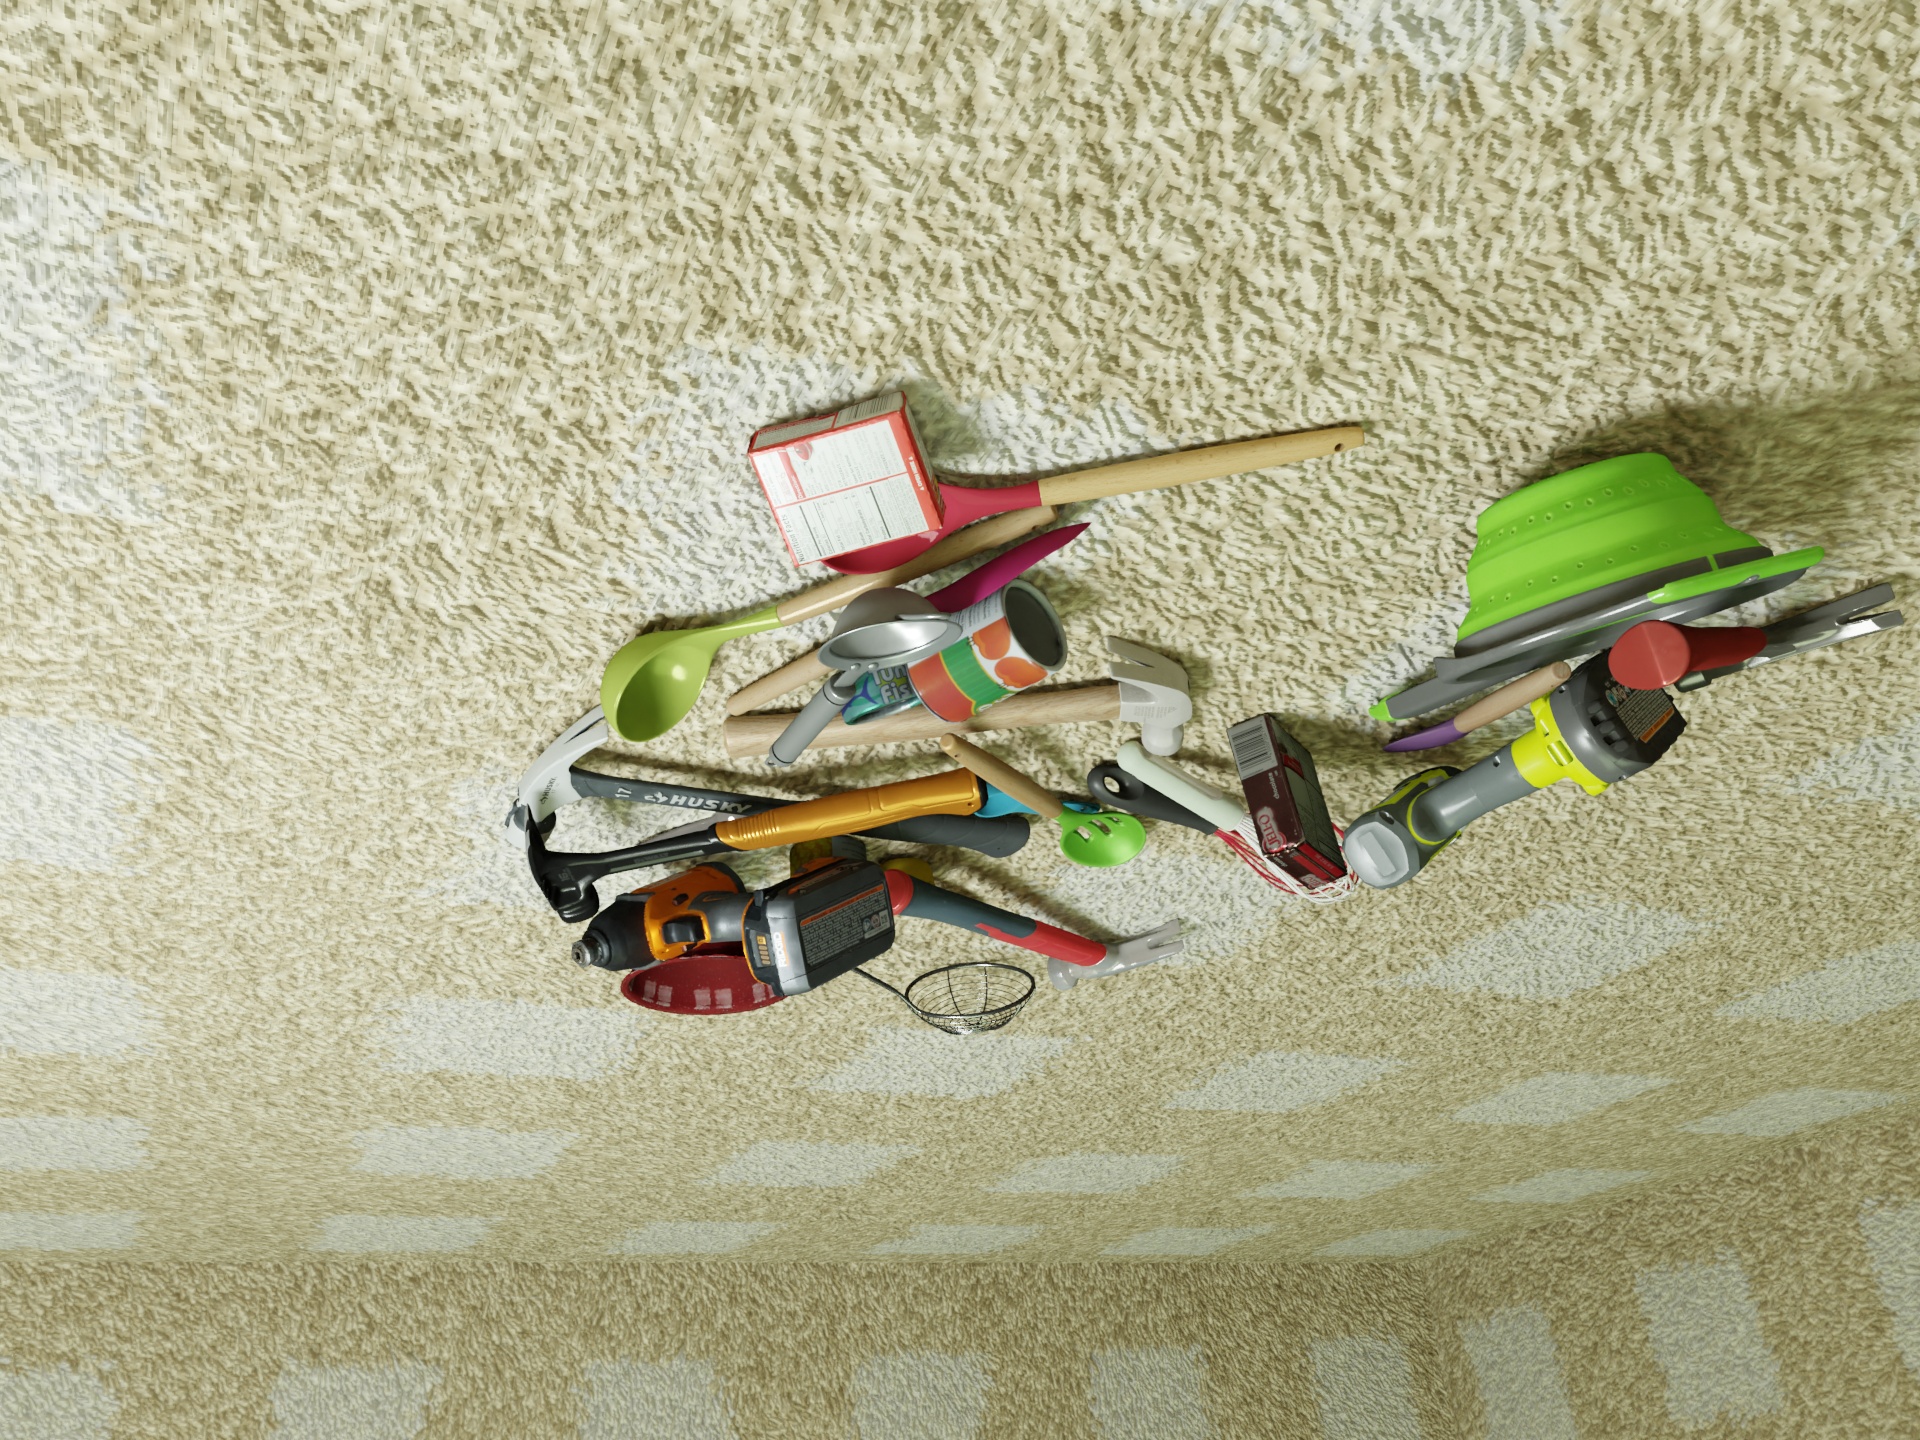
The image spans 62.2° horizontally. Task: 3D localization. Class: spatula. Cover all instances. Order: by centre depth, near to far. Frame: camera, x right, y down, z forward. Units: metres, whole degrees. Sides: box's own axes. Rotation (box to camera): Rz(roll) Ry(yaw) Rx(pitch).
[{"bbox_3d":[0.356,-0.003,1.106,0.060,0.018,0.316,-7,170,-2],"label":"spatula"}]

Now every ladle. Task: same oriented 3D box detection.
[{"bbox_3d":[0.071,-0.134,0.902,0.315,0.031,0.069,-10,141,4],"label":"ladle"},{"bbox_3d":[-0.084,-0.062,0.978,0.320,0.062,0.078,-19,163,19],"label":"ladle"}]

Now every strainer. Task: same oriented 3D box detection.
[{"bbox_3d":[-0.073,-0.025,0.982,0.086,0.050,0.258,-3,156,-31],"label":"strainer"}]

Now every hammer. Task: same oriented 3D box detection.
[{"bbox_3d":[0.480,-0.048,0.981,0.149,0.037,0.359,-22,170,34],"label":"hammer"},{"bbox_3d":[-0.002,-0.004,1.123,0.331,0.031,0.130,-5,152,0],"label":"hammer"},{"bbox_3d":[-0.146,0.076,1.167,0.337,0.034,0.127,-12,146,-3],"label":"hammer"},{"bbox_3d":[-0.127,0.065,1.217,0.408,0.036,0.149,9,140,-28],"label":"hammer"},{"bbox_3d":[0.061,0.183,1.433,0.143,0.038,0.386,-22,153,26],"label":"hammer"}]

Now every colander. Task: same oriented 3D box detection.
[{"bbox_3d":[0.349,-0.078,1.000,0.204,0.094,0.397,-14,172,-15],"label":"colander"}]

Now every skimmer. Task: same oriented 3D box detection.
[{"bbox_3d":[-0.082,0.206,1.482,0.363,0.090,0.127,33,170,-34],"label":"skimmer"}]

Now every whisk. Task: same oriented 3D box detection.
[{"bbox_3d":[0.221,0.079,1.247,0.246,0.058,0.059,30,117,-21],"label":"whisk"},{"bbox_3d":[0.220,0.087,1.303,0.295,0.073,0.073,20,143,-30],"label":"whisk"}]

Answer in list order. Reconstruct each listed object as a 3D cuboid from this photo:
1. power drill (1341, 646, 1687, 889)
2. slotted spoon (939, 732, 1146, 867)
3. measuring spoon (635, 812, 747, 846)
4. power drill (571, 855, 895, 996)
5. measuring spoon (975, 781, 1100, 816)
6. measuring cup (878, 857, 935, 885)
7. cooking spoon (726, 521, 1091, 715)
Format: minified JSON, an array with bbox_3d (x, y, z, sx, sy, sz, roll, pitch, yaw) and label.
[{"bbox_3d":[0.402,0.035,1.165,0.171,0.080,0.223,-25,170,-48],"label":"power drill"},{"bbox_3d":[0.063,0.060,1.214,0.070,0.031,0.313,-27,152,18],"label":"slotted spoon"},{"bbox_3d":[-0.216,0.095,1.279,0.124,0.018,0.034,-21,148,22],"label":"measuring spoon"},{"bbox_3d":[-0.182,0.160,1.233,0.226,0.084,0.164,-4,-170,38],"label":"power drill"},{"bbox_3d":[0.062,0.061,1.275,0.128,0.021,0.042,6,146,-38],"label":"measuring spoon"},{"bbox_3d":[-0.026,0.150,1.414,0.062,0.029,0.156,-23,155,24],"label":"measuring cup"},{"bbox_3d":[-0.045,-0.059,1.003,0.319,0.069,0.017,-24,103,39],"label":"cooking spoon"}]
